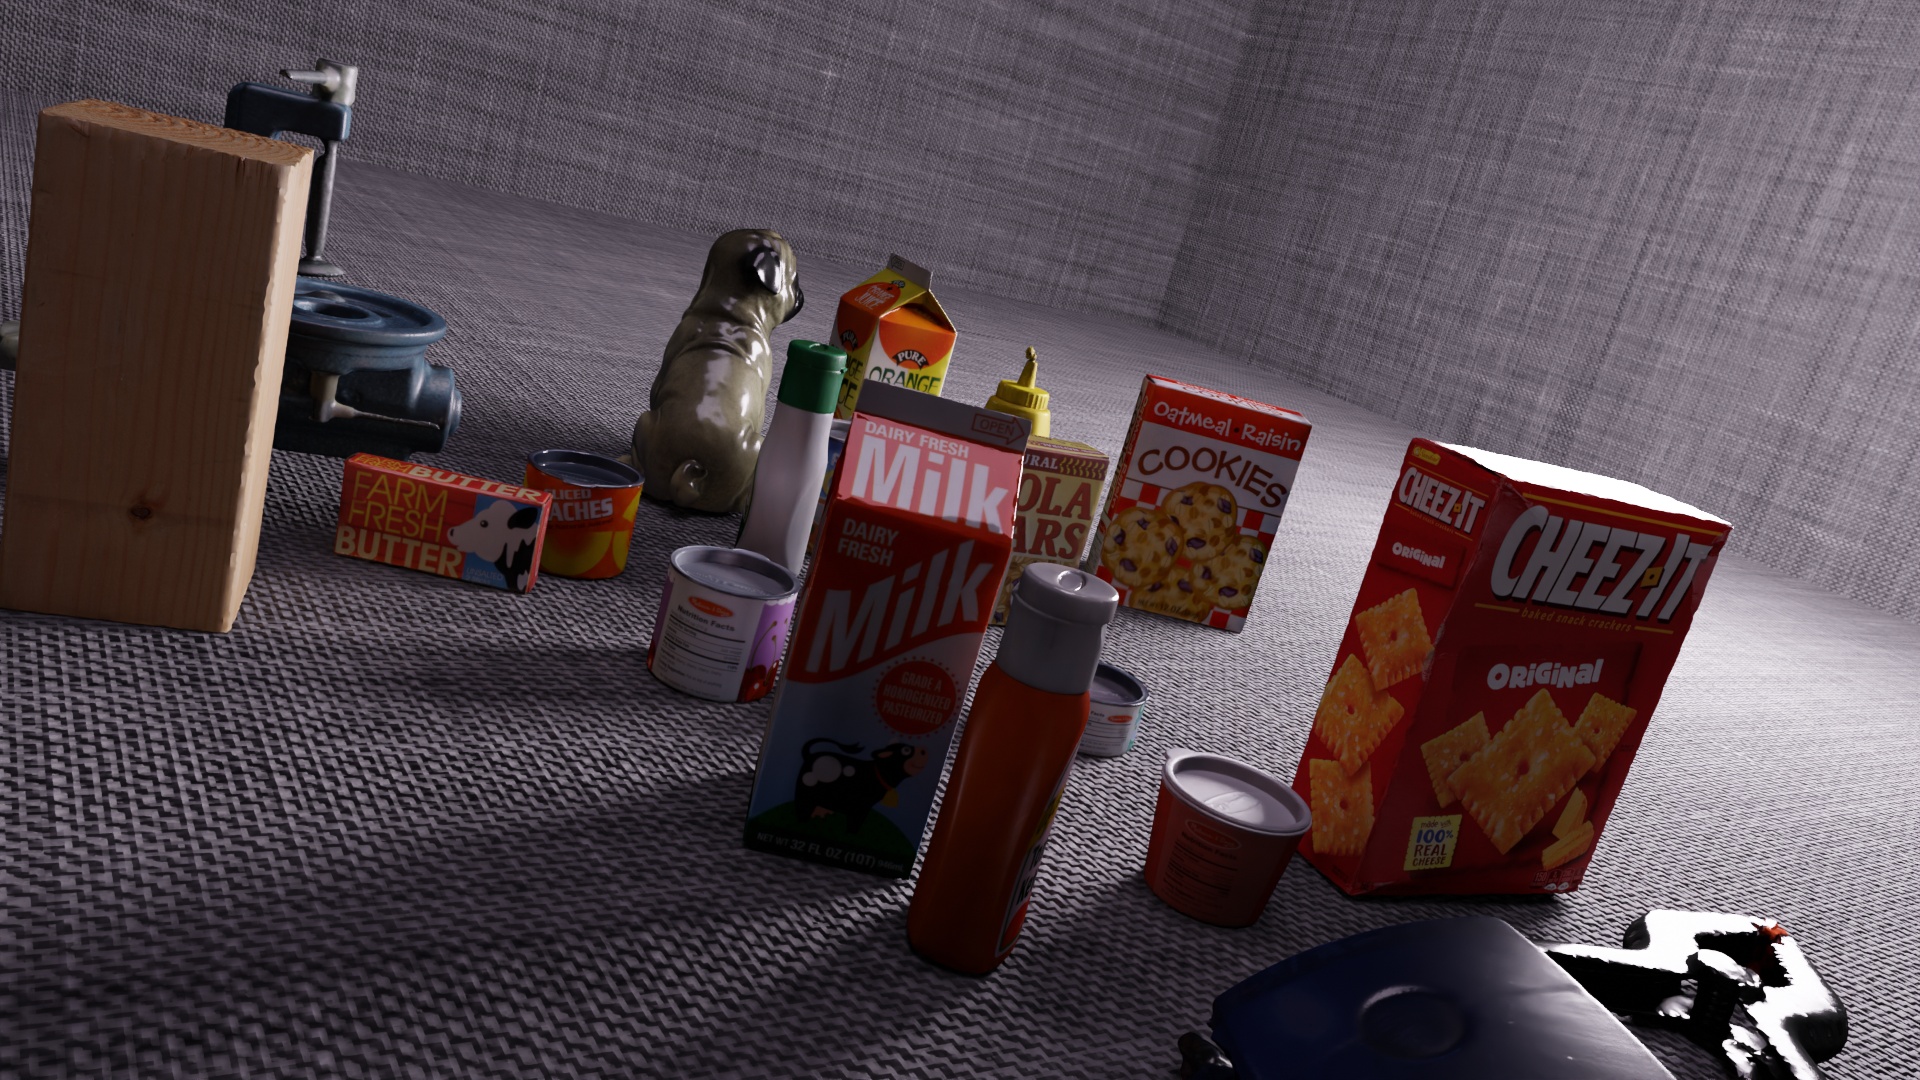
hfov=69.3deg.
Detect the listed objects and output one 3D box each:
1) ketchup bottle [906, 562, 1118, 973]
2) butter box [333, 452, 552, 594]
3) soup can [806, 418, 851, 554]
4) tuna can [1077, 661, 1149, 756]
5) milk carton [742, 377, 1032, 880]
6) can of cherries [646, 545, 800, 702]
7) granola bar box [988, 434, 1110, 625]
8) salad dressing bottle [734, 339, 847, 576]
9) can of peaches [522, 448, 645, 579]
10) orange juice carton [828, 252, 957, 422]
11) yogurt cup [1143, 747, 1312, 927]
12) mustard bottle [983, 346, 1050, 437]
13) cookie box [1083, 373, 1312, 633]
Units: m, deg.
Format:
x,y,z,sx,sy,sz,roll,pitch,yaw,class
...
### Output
x,y,z,sx,sy,sz,roll,pitch,yaw,class
0.020,0.083,0.519,0.043,0.148,0.065,18,15,9,ketchup bottle
-0.273,-0.009,0.733,0.103,0.053,0.024,13,15,-10,butter box
-0.083,-0.035,0.956,0.071,0.083,0.071,15,15,-4,soup can
0.067,0.089,0.765,0.071,0.032,0.071,15,15,-4,tuna can
-0.030,0.033,0.567,0.072,0.190,0.073,14,15,-8,milk carton
-0.118,0.041,0.700,0.071,0.058,0.072,15,15,-4,can of cherries
0.003,-0.011,0.882,0.166,0.123,0.039,7,17,-29,granola bar box
-0.105,-0.050,0.868,0.044,0.147,0.064,16,15,2,salad dressing bottle
-0.220,-0.015,0.797,0.071,0.058,0.071,15,15,-4,can of peaches
-0.063,-0.127,1.097,0.073,0.192,0.072,6,17,-32,orange juice carton
0.115,0.133,0.615,0.072,0.053,0.072,15,15,-4,yogurt cup
0.037,-0.069,1.053,0.065,0.159,0.049,21,15,18,mustard bottle
0.172,-0.027,1.026,0.123,0.167,0.040,14,15,-8,cookie box
